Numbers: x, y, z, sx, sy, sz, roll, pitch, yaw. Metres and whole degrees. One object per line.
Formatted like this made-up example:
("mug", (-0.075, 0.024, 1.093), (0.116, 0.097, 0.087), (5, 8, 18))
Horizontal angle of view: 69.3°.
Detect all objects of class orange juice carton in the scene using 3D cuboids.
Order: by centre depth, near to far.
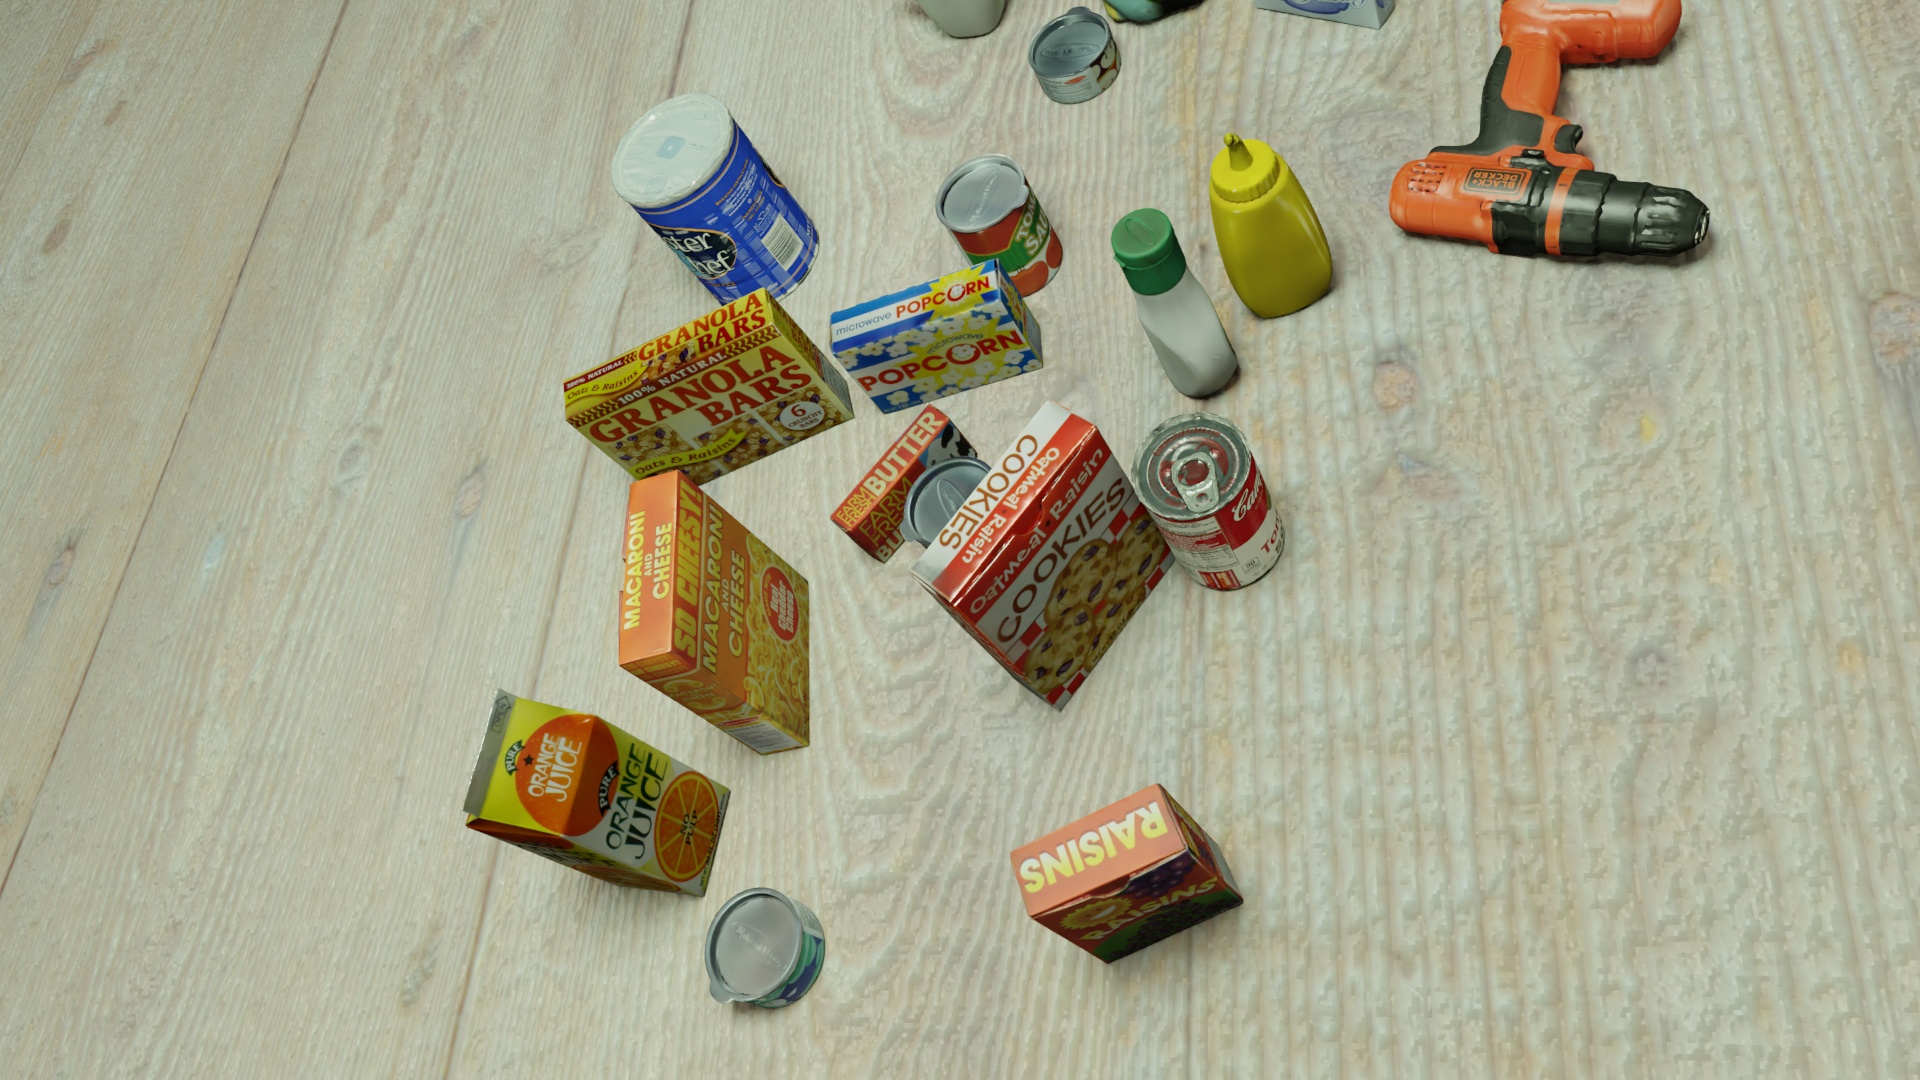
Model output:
("orange juice carton", (-0.224, 0.154, 0.833), (0.073, 0.192, 0.072), (-1, 64, 25))

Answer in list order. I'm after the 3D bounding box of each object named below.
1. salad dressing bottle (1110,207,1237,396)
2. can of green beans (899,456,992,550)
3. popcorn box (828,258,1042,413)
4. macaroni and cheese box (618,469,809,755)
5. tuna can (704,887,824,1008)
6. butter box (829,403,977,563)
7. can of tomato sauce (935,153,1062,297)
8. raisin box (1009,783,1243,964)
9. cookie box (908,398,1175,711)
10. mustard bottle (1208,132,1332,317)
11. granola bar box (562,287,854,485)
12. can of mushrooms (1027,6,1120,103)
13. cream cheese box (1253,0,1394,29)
("salad dressing bottle", (0.131, -0.145, 0.857), (0.044, 0.147, 0.064), (-38, 55, 3))
("can of green beans", (0.005, -0.012, 0.899), (0.071, 0.057, 0.071), (-11, 60, 20))
("popcorn box", (-0.016, -0.139, 0.961), (0.126, 0.085, 0.038), (-15, 59, 17))
("macaroni and cheese box", (-0.150, 0.050, 0.871), (0.040, 0.166, 0.124), (-15, 59, 18))
("tuna can", (-0.118, 0.246, 0.831), (0.071, 0.032, 0.071), (-11, 60, 20))
("butter box", (-0.037, -0.037, 0.935), (0.024, 0.053, 0.103), (37, 83, 35))
("can of tomato sauce", (0.030, -0.221, 0.985), (0.071, 0.083, 0.071), (-11, 60, 20))
("raisin box", (0.088, 0.175, 0.718), (0.086, 0.123, 0.040), (-27, 56, 10))
("cookie box", (0.054, 0.014, 0.794), (0.040, 0.167, 0.123), (33, 81, 35))
("mustard bottle", (0.186, -0.200, 0.854), (0.065, 0.160, 0.049), (-22, 57, 14))
("granola bar box", (-0.178, -0.101, 0.992), (0.165, 0.124, 0.039), (-22, 57, 13))
("can of mushrooms", (0.089, -0.374, 1.071), (0.071, 0.033, 0.071), (-11, 60, 20))
("cream cheese box", (0.256, -0.402, 0.996), (0.104, 0.053, 0.024), (26, 77, 33))
